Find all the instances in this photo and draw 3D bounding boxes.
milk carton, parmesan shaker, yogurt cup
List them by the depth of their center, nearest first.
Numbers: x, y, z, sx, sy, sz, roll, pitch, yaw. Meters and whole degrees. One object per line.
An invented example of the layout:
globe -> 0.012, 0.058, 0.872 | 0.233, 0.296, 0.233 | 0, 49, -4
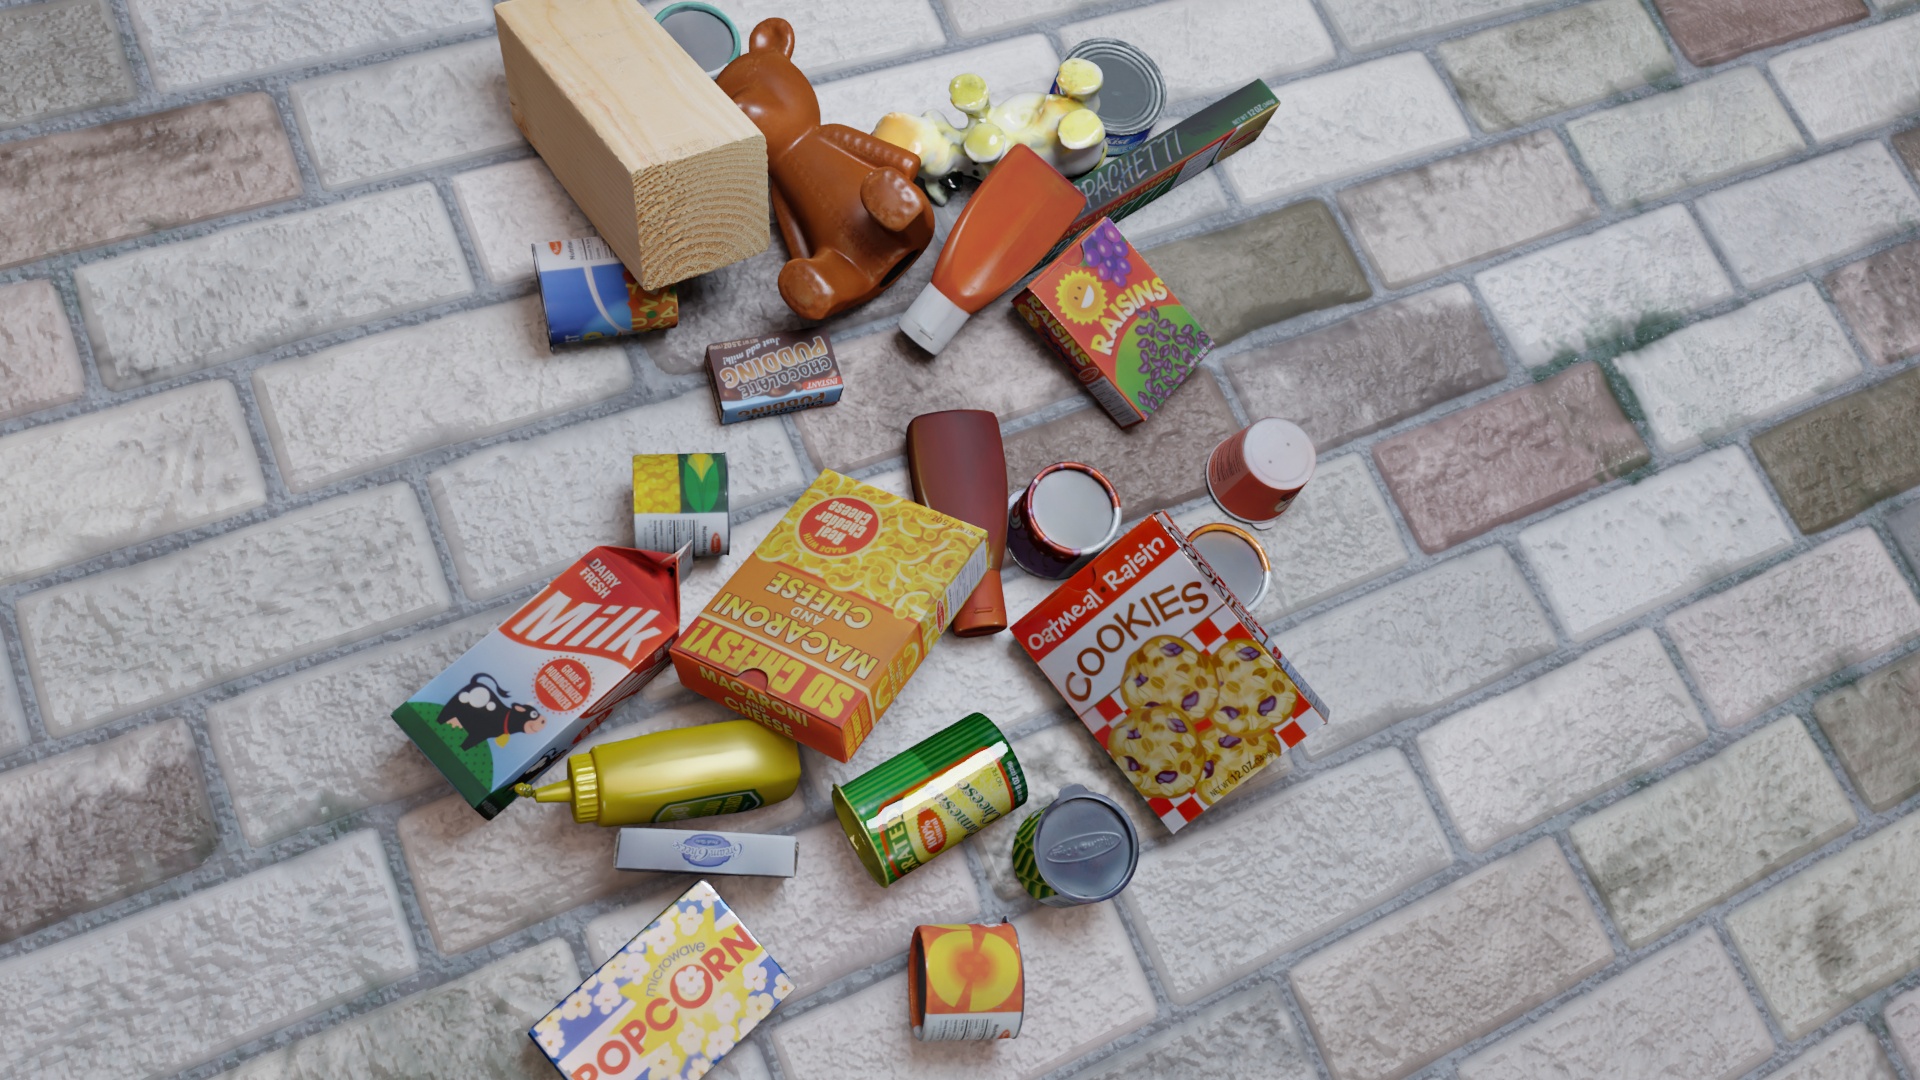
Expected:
milk carton -> -0.232, 0.071, 0.826 | 0.073, 0.072, 0.191 | 45, 69, 5
parmesan shaker -> -0.019, 0.154, 0.846 | 0.103, 0.071, 0.071 | -27, 80, -19
yogurt cup -> 0.213, -0.052, 0.974 | 0.072, 0.053, 0.072 | 4, 71, -11

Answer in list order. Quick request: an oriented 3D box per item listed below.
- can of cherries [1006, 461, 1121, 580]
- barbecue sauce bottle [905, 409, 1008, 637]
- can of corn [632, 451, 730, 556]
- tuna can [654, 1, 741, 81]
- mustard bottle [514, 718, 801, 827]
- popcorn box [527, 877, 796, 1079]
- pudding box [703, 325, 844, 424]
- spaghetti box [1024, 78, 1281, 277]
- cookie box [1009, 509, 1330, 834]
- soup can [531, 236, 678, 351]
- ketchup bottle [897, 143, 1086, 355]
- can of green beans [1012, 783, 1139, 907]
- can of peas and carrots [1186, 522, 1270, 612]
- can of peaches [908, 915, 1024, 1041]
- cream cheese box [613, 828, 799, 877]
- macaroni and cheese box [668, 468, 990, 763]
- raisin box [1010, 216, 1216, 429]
can of cherries -> 0.066, -0.014, 0.927 | 0.071, 0.058, 0.071 | 4, 72, -11
barbecue sauce bottle -> 0.003, -0.012, 0.921 | 0.065, 0.043, 0.149 | -5, 74, -12
can of corn -> -0.176, -0.024, 0.875 | 0.058, 0.071, 0.071 | -2, 73, -13
tuna can -> -0.191, -0.353, 0.997 | 0.071, 0.032, 0.071 | 4, 72, -11
mustard bottle -> -0.176, 0.139, 0.812 | 0.160, 0.065, 0.049 | -5, 64, -22
popcorn box -> -0.168, 0.267, 0.793 | 0.127, 0.038, 0.085 | -40, 83, -21
pudding box -> -0.125, -0.111, 0.933 | 0.084, 0.030, 0.050 | -12, 76, -15
spaghetti box -> 0.134, -0.270, 1.031 | 0.251, 0.050, 0.029 | -33, 81, -20
cookie box -> 0.132, 0.082, 0.884 | 0.122, 0.040, 0.167 | -41, 83, 17
soup can -> -0.232, -0.164, 0.910 | 0.084, 0.071, 0.071 | -10, 75, -16
ketchup bottle -> 0.017, -0.194, 0.948 | 0.064, 0.044, 0.148 | 38, 102, -13
can of green beans -> 0.070, 0.192, 0.859 | 0.071, 0.057, 0.071 | 4, 72, -11
can of peas and carrots -> 0.166, 0.026, 0.935 | 0.071, 0.058, 0.071 | 4, 71, -11
can of peaches -> 0.002, 0.258, 0.819 | 0.058, 0.071, 0.071 | 1, 72, -11
cream cheese box -> -0.149, 0.184, 0.817 | 0.104, 0.053, 0.024 | 5, 75, -10
macaroni and cheese box -> -0.076, 0.040, 0.844 | 0.124, 0.040, 0.167 | 21, 53, 22
raisin box -> 0.108, -0.153, 0.977 | 0.086, 0.040, 0.123 | -45, 99, -19
